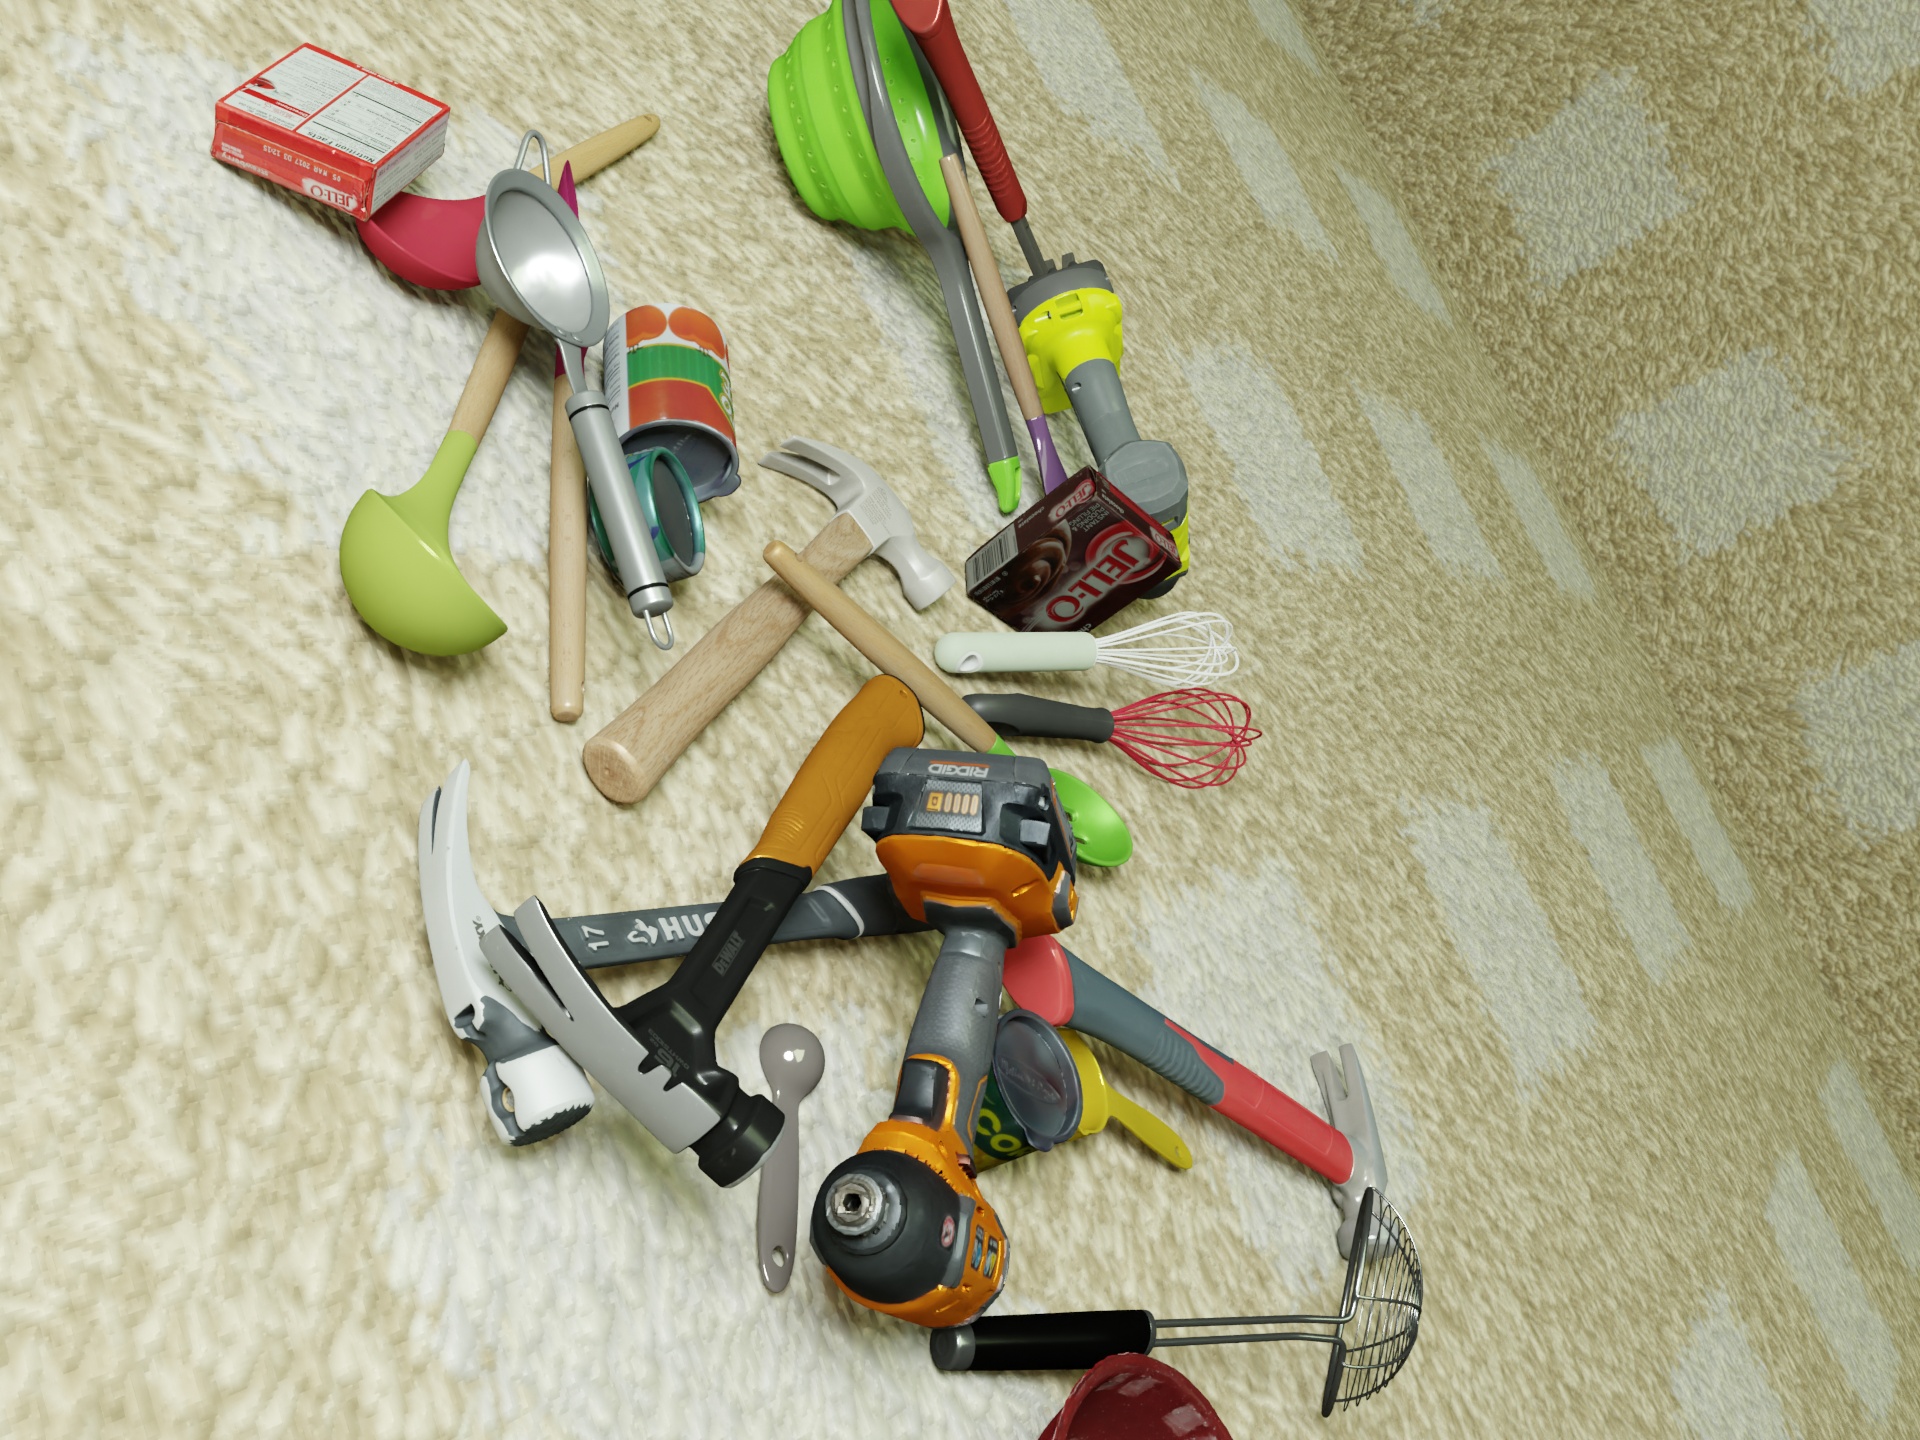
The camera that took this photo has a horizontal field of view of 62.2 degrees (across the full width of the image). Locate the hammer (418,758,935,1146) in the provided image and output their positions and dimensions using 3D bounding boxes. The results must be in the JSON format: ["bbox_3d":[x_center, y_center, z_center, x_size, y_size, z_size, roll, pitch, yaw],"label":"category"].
[{"bbox_3d":[-0.074,0.087,0.743,0.408,0.036,0.149,2,54,-56],"label":"hammer"}]

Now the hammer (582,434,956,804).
[{"bbox_3d":[-0.101,-0.056,0.833,0.130,0.031,0.331,52,33,-11],"label":"hammer"}]

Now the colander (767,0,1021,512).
[{"bbox_3d":[-0.047,-0.328,1.092,0.204,0.094,0.397,-43,119,-72],"label":"colander"}]

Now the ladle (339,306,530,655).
[{"bbox_3d":[-0.214,-0.148,0.733,0.078,0.062,0.320,53,26,-38],"label":"ladle"}]

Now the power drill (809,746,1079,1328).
[{"bbox_3d":[-0.009,0.129,0.663,0.164,0.084,0.227,64,33,-63],"label":"power drill"}]

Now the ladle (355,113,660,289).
[{"bbox_3d":[-0.229,-0.290,0.856,0.069,0.031,0.316,40,33,-10],"label":"ladle"}]

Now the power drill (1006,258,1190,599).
[{"bbox_3d":[0.106,-0.203,1.153,0.171,0.080,0.223,71,1,-66],"label":"power drill"}]

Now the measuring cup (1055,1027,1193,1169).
[{"bbox_3d":[0.079,0.218,0.868,0.156,0.029,0.062,42,32,-40],"label":"measuring cup"}]

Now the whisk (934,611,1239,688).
[{"bbox_3d":[0.086,-0.045,1.024,0.246,0.057,0.059,-2,43,-36],"label":"whisk"}]

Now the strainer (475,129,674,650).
[{"bbox_3d":[-0.176,-0.149,0.727,0.086,0.050,0.258,8,59,-66],"label":"strainer"}]

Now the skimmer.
[{"bbox_3d":[0.119,0.306,0.827,0.363,0.090,0.127,13,88,-35],"label":"skimmer"}]

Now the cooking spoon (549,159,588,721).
[{"bbox_3d":[-0.191,-0.144,0.773,0.017,0.068,0.319,-4,64,-7],"label":"cooking spoon"}]

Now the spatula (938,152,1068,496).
[{"bbox_3d":[0.043,-0.235,1.108,0.315,0.018,0.060,70,25,-19],"label":"spatula"}]

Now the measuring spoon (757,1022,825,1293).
[{"bbox_3d":[-0.072,0.184,0.685,0.034,0.018,0.124,35,37,-33],"label":"measuring spoon"}]

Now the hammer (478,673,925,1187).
[{"bbox_3d":[-0.081,0.052,0.702,0.127,0.034,0.337,46,27,-9],"label":"hammer"}]

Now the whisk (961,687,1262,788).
[{"bbox_3d":[0.103,0.005,1.043,0.295,0.073,0.073,7,59,-46],"label":"whisk"}]

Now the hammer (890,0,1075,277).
[{"bbox_3d":[0.030,-0.405,1.174,0.358,0.037,0.149,53,27,-55],"label":"hammer"}]

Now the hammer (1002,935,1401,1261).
[{"bbox_3d":[0.148,0.196,0.929,0.385,0.038,0.143,38,36,-39],"label":"hammer"}]

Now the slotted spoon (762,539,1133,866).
[{"bbox_3d":[-0.001,-0.003,0.894,0.313,0.031,0.070,42,26,-35],"label":"slotted spoon"}]
